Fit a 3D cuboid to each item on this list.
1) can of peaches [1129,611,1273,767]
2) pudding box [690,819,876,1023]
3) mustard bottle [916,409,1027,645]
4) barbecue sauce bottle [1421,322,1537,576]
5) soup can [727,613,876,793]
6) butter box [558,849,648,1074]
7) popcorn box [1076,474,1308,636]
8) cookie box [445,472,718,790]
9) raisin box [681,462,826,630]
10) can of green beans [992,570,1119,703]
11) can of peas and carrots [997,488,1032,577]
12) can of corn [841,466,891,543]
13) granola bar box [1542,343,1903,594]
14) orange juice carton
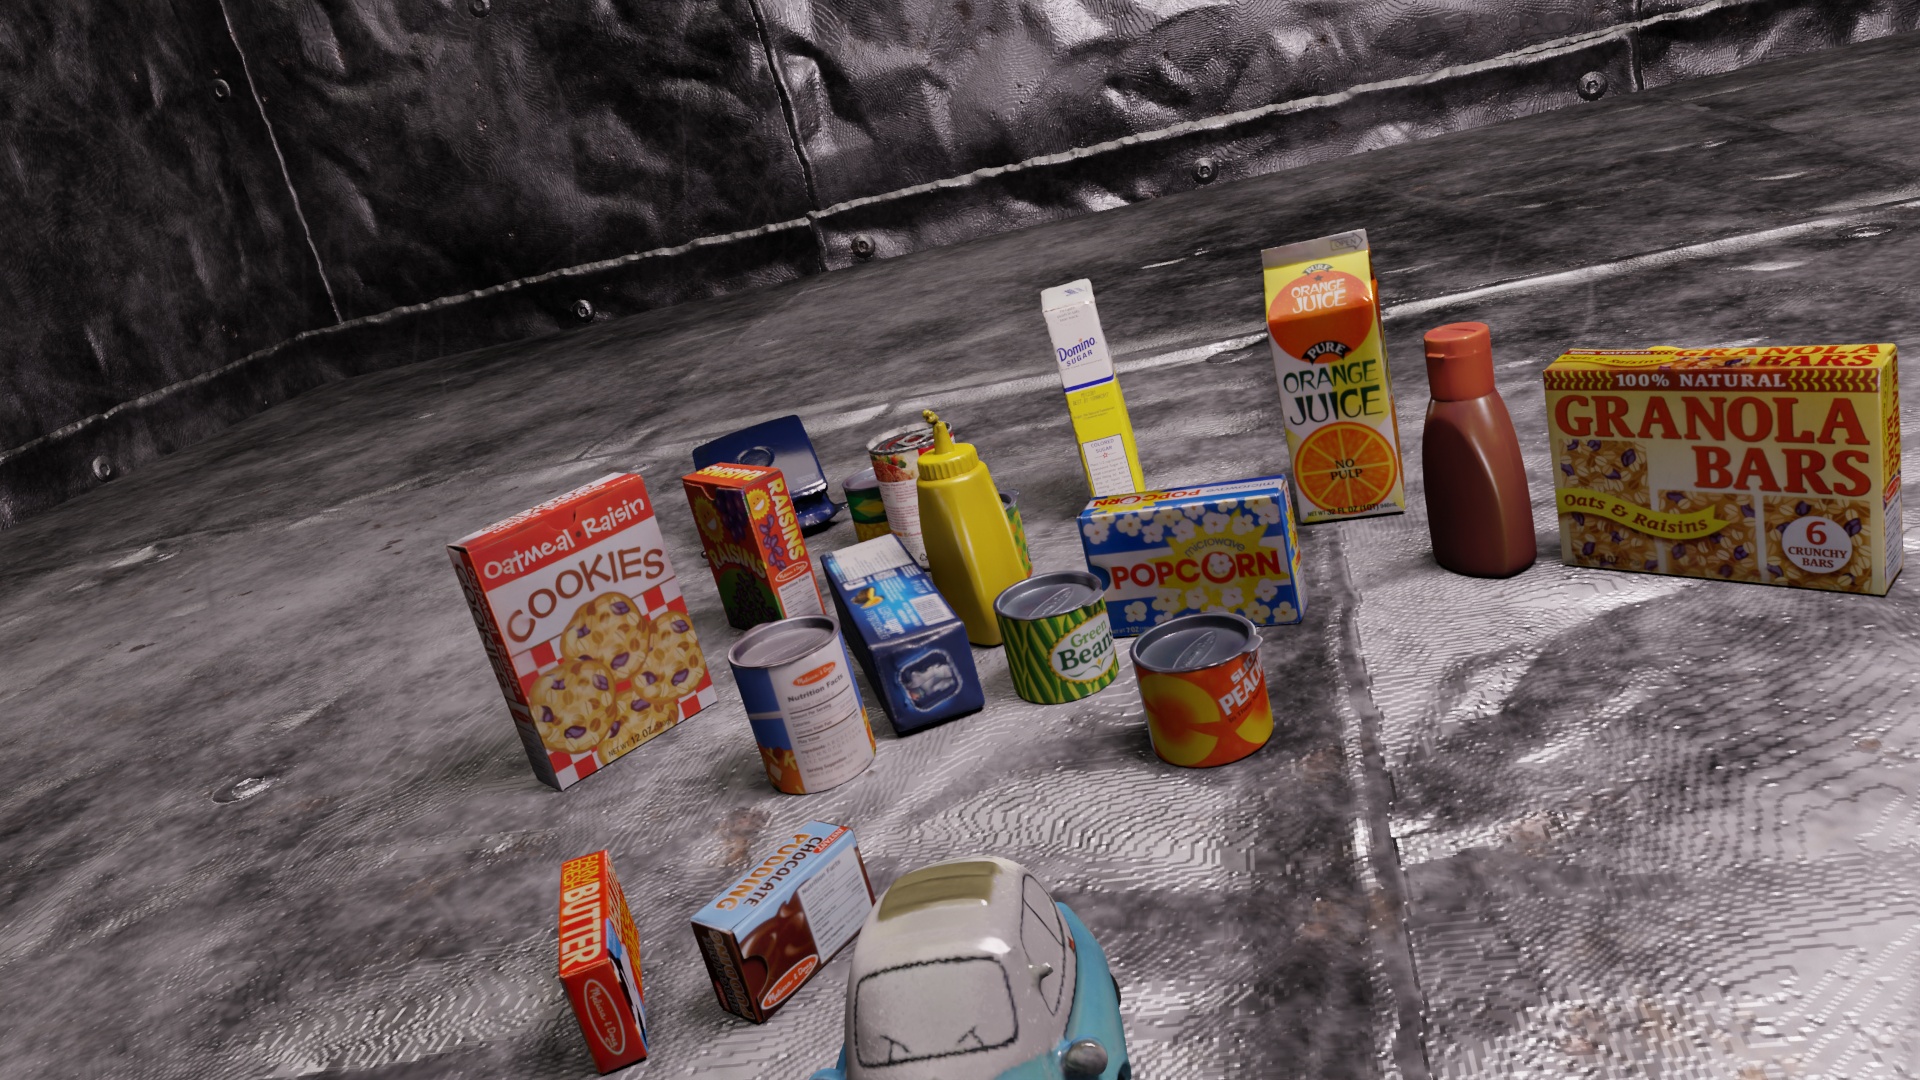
[{"bbox_3d":[0.129,0.078,0.727,0.071,0.058,0.071,-13,19,5],"label":"can of peaches"},{"bbox_3d":[-0.078,0.170,0.631,0.030,0.049,0.084,1,25,39],"label":"pudding box"},{"bbox_3d":[0.003,-0.011,0.910,0.049,0.159,0.065,-26,22,-30],"label":"mustard bottle"},{"bbox_3d":[0.304,-0.054,0.829,0.044,0.148,0.065,-23,21,-24],"label":"barbecue sauce bottle"},{"bbox_3d":[-0.092,0.093,0.804,0.071,0.083,0.071,-13,19,5],"label":"soup can"},{"bbox_3d":[-0.164,0.189,0.635,0.024,0.053,0.104,-18,19,-10],"label":"butter box"},{"bbox_3d":[0.144,0.011,0.860,0.126,0.085,0.038,-7,20,22],"label":"popcorn box"},{"bbox_3d":[-0.237,0.055,0.887,0.123,0.167,0.040,-29,24,-36],"label":"cookie box"},{"bbox_3d":[-0.153,0.007,1.027,0.040,0.123,0.086,-28,23,-35],"label":"raisin box"},{"bbox_3d":[0.058,0.058,0.834,0.071,0.057,0.071,-13,19,5],"label":"can of green beans"},{"bbox_3d":[0.017,0.002,1.018,0.071,0.058,0.071,-13,19,5],"label":"can of peas and carrots"},{"bbox_3d":[-0.057,-0.028,1.154,0.071,0.058,0.071,-13,19,5],"label":"can of corn"},{"bbox_3d":[0.411,-0.042,0.755,0.039,0.123,0.165,-30,24,-37],"label":"granola bar box"},{"bbox_3d":[0.259,-0.115,0.965,0.072,0.192,0.073,-7,20,20],"label":"orange juice carton"}]
